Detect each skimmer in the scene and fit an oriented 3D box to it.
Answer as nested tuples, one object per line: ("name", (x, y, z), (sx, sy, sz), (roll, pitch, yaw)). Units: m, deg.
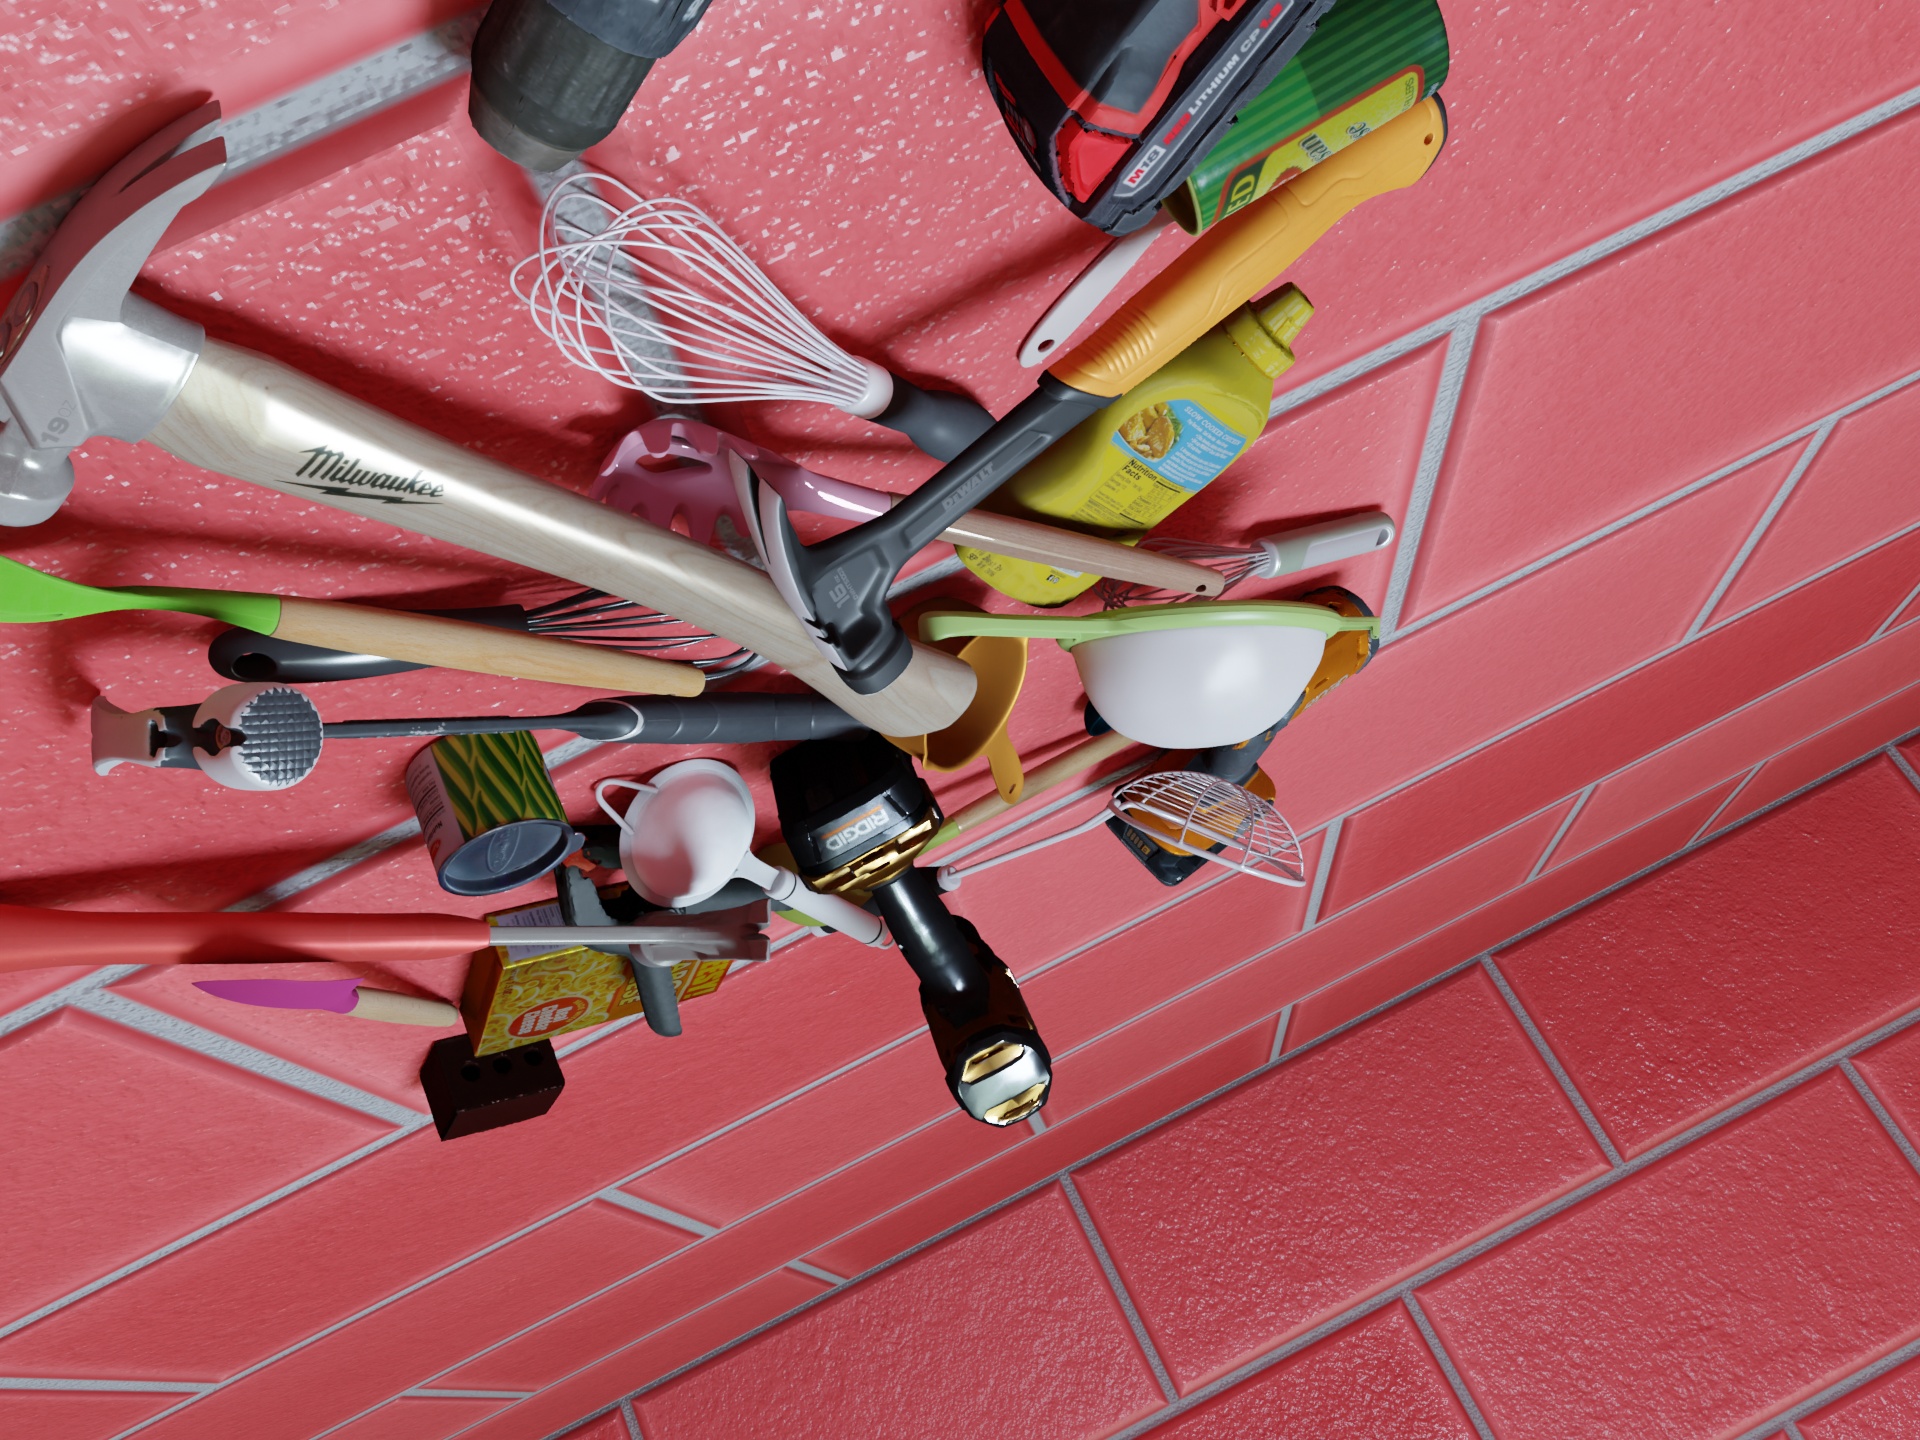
("skimmer", (0.046, 0.114, 1.042), (0.363, 0.090, 0.127), (-22, 160, 30))

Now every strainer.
("strainer", (-0.109, 0.092, 0.932), (0.258, 0.050, 0.087), (37, 80, -49))
("strainer", (0.085, -0.020, 0.813), (0.256, 0.069, 0.151), (0, 175, -38))

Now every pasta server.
("pasta server", (-0.008, -0.081, 0.693), (0.316, 0.040, 0.060), (9, 139, -30))

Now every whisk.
("whisk", (0.173, -0.094, 0.935), (0.246, 0.059, 0.057), (-16, 133, -35))
("whisk", (-0.188, -0.036, 0.674), (0.239, 0.055, 0.055), (-7, 149, -30))
("whisk", (-0.057, -0.136, 0.606), (0.070, 0.070, 0.284), (-39, 159, 22))

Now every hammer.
("hammer", (-0.178, 0.002, 0.718), (0.149, 0.036, 0.408), (0, -179, 35))
("hammer", (-0.275, 0.102, 0.753), (0.359, 0.037, 0.149), (4, 169, -30))
("hammer", (-0.128, -0.070, 0.593), (0.146, 0.038, 0.410), (-41, 143, 24))
("hammer", (0.063, -0.152, 0.627), (0.337, 0.034, 0.127), (-40, 145, -8))

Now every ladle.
("ladle", (0.011, 0.048, 1.064), (0.320, 0.062, 0.078), (-27, 159, -19))

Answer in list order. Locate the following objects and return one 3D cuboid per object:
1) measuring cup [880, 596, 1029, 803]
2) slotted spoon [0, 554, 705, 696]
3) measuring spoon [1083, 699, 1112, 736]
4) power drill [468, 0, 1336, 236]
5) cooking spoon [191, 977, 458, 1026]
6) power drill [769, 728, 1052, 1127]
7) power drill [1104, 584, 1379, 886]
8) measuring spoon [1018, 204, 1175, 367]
("measuring cup", (-0.001, -0.003, 0.881), (0.095, 0.052, 0.173), (-53, 154, -15))
("slotted spoon", (-0.225, -0.034, 0.582), (0.313, 0.031, 0.070), (9, 180, -44))
("measuring spoon", (0.128, -0.021, 1.073), (0.128, 0.021, 0.042), (-19, 155, -40))
("power drill", (-0.016, -0.216, 0.461), (0.226, 0.080, 0.188), (4, 140, -46))
("cooking spoon", (-0.319, 0.150, 0.848), (0.068, 0.017, 0.318), (-1, 167, -1))
("power drill", (-0.027, 0.107, 0.938), (0.084, 0.185, 0.226), (-28, 112, 0))
("power drill", (0.179, 0.018, 1.085), (0.164, 0.084, 0.226), (-31, 159, -34))
("measuring spoon", (0.069, -0.188, 0.670), (0.034, 0.018, 0.124), (3, 142, -50))
